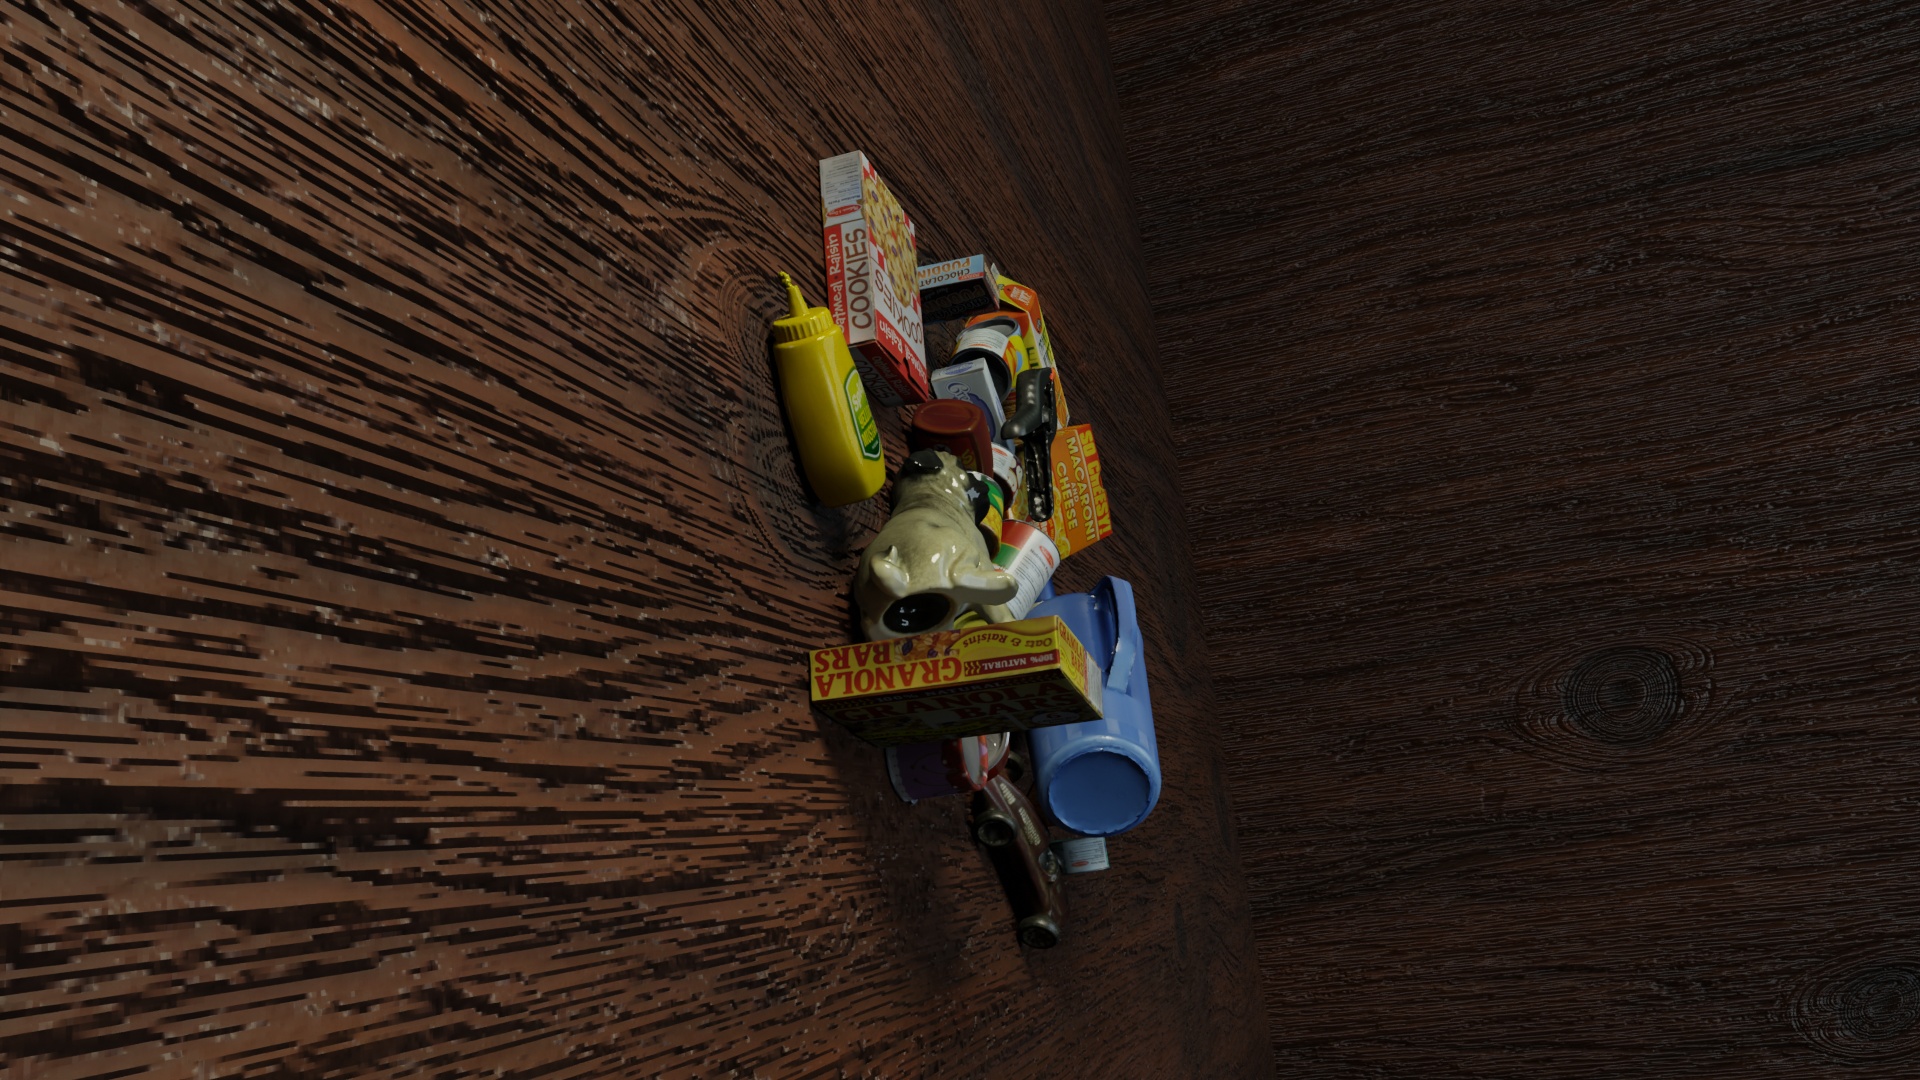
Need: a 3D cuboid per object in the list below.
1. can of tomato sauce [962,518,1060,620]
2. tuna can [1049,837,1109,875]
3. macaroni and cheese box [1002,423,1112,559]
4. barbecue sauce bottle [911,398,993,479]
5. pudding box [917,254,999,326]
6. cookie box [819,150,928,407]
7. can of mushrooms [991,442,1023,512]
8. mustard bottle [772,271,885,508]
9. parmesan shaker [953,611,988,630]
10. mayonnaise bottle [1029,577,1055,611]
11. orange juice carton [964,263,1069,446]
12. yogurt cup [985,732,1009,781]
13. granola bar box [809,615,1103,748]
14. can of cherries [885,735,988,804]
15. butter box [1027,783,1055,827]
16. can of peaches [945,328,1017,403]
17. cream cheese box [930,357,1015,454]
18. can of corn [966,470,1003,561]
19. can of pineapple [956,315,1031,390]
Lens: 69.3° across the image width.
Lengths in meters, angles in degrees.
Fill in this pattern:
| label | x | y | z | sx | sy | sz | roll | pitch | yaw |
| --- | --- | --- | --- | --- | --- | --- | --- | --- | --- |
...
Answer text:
| label | x | y | z | sx | sy | sz | roll | pitch | yaw |
| --- | --- | --- | --- | --- | --- | --- | --- | --- | --- |
| can of tomato sauce | 0.040 | 0.033 | 1.240 | 0.083 | 0.071 | 0.071 | -55 | 140 | -31 |
| tuna can | 0.110 | 0.309 | 1.358 | 0.071 | 0.071 | 0.033 | 29 | 52 | -71 |
| macaroni and cheese box | 0.087 | -0.041 | 1.427 | 0.167 | 0.040 | 0.123 | -24 | 105 | -47 |
| barbecue sauce bottle | 0.001 | -0.058 | 1.224 | 0.147 | 0.065 | 0.044 | 76 | 30 | -46 |
| pudding box | -0.011 | -0.223 | 1.247 | 0.049 | 0.083 | 0.030 | 59 | 28 | -54 |
| cookie box | -0.067 | -0.206 | 1.112 | 0.122 | 0.040 | 0.168 | 43 | 39 | -66 |
| can of mushrooms | 0.023 | -0.055 | 1.280 | 0.034 | 0.071 | 0.070 | -70 | 148 | -41 |
| mustard bottle | -0.093 | -0.104 | 0.933 | 0.065 | 0.049 | 0.159 | -70 | 146 | -65 |
| parmesan shaker | 0.034 | 0.111 | 1.203 | 0.102 | 0.071 | 0.071 | 55 | 28 | -57 |
| mayonnaise bottle | 0.091 | 0.100 | 1.441 | 0.041 | 0.065 | 0.148 | 126 | -49 | -81 |
| orange juice carton | 0.057 | -0.199 | 1.496 | 0.072 | 0.073 | 0.192 | -69 | 145 | -62 |
| yogurt cup | 0.008 | 0.159 | 1.095 | 0.053 | 0.072 | 0.072 | 67 | 17 | -64 |
| granola bar box | 0.001 | 0.097 | 0.914 | 0.124 | 0.165 | 0.039 | 50 | 33 | -62 |
| can of cherries | -0.016 | 0.156 | 1.016 | 0.071 | 0.058 | 0.071 | -12 | 91 | -75 |
| butter box | 0.096 | 0.251 | 1.365 | 0.104 | 0.053 | 0.024 | -40 | 116 | -73 |
| can of peaches | 0.020 | -0.165 | 1.357 | 0.058 | 0.071 | 0.071 | -73 | 149 | -61 |
| cream cheese box | 0.012 | -0.119 | 1.317 | 0.024 | 0.053 | 0.103 | -83 | 157 | -54 |
| can of corn | 0.004 | -0.015 | 1.190 | 0.058 | 0.071 | 0.071 | -85 | 158 | -43 |
| can of pineapple | 0.036 | -0.189 | 1.423 | 0.071 | 0.071 | 0.057 | -77 | 153 | -57 |
